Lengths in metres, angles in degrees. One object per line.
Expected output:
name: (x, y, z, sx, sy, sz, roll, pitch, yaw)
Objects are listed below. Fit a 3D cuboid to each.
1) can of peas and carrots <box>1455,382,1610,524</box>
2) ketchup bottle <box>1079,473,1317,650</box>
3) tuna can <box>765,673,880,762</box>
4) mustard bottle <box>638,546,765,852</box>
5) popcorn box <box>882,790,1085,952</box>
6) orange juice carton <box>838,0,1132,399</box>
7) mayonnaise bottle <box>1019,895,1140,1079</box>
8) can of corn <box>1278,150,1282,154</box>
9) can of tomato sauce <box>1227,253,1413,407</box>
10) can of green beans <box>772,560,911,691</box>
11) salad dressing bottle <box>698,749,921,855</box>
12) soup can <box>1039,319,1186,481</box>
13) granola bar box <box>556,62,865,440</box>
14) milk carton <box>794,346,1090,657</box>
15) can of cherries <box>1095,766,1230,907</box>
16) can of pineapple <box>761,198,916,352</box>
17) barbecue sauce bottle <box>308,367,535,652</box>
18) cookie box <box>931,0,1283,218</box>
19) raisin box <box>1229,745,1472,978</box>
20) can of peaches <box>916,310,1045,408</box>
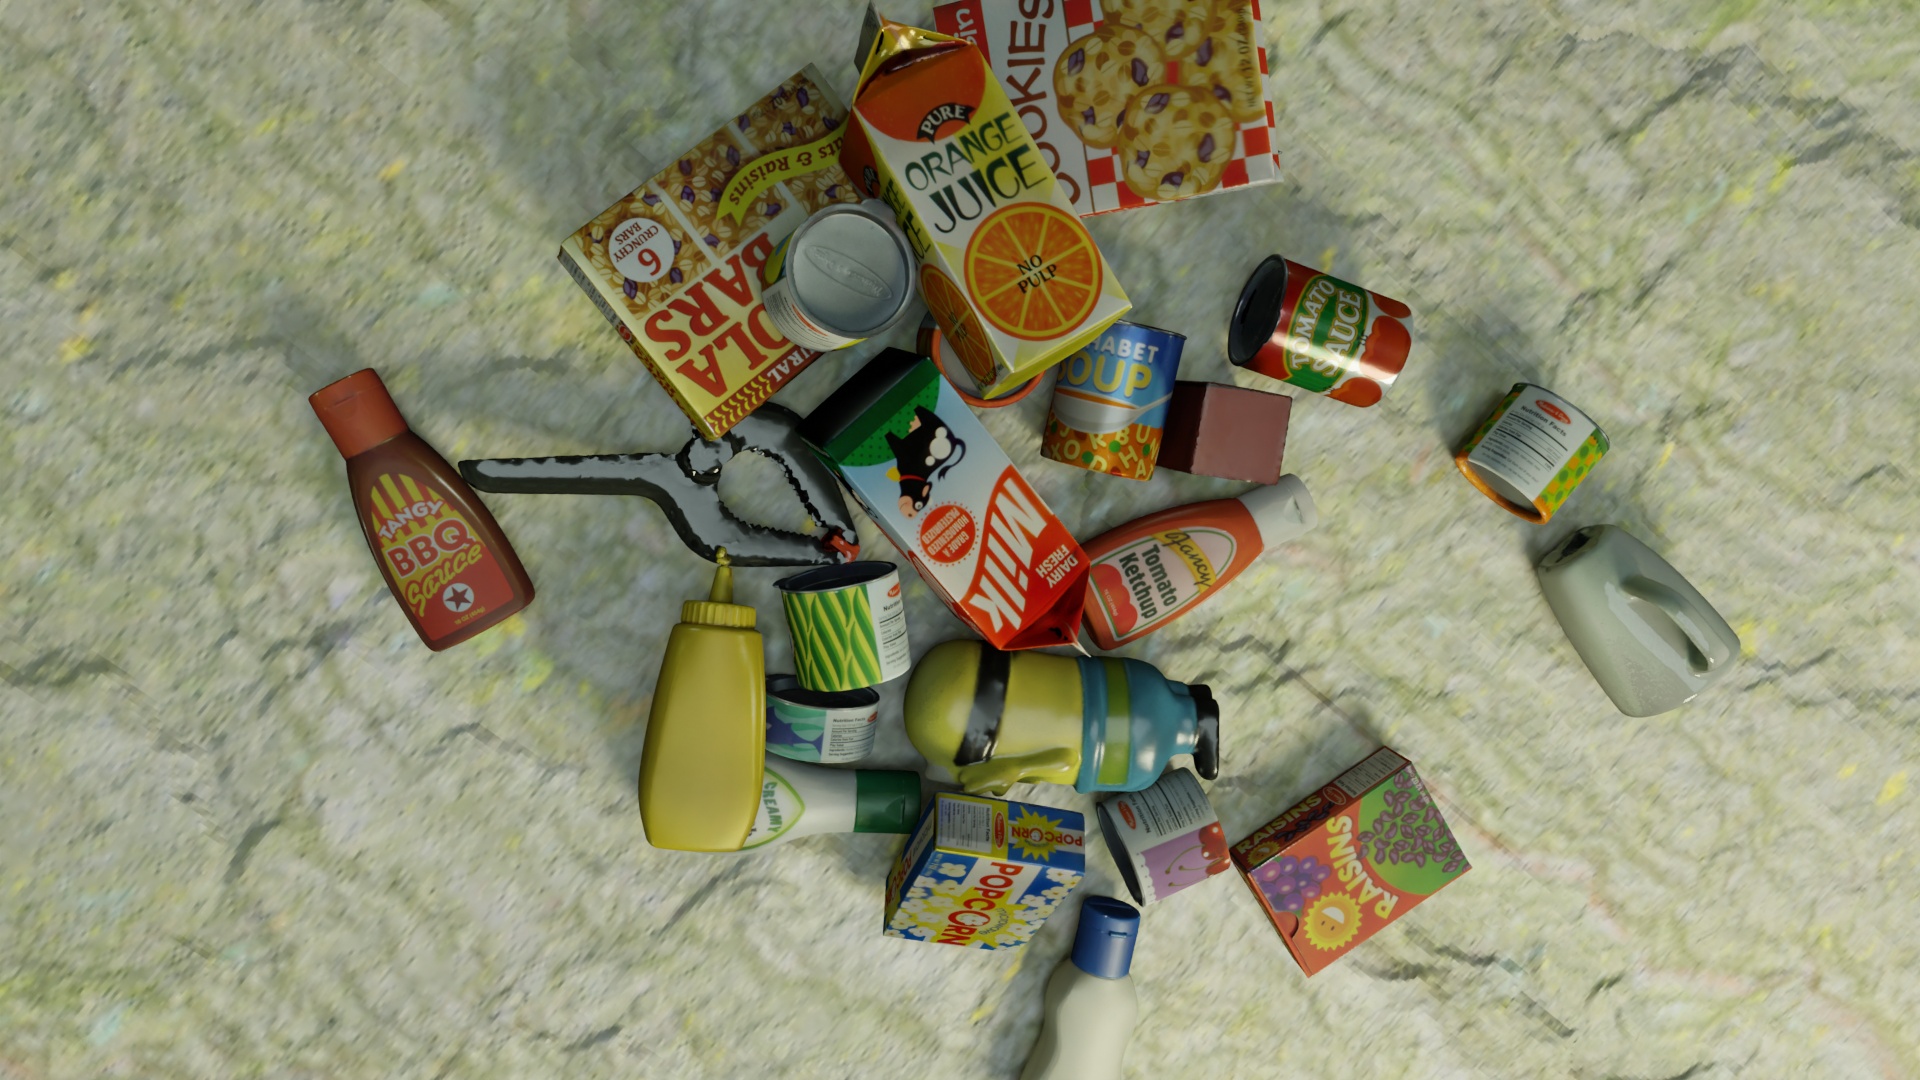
can of peas and carrots: (0.341, -0.051, 0.831, 0.071, 0.071, 0.058, 40, 91, -13)
ketchup bottle: (0.135, 0.007, 0.814, 0.149, 0.043, 0.064, -25, 101, -6)
tuna can: (-0.082, 0.099, 0.780, 0.071, 0.071, 0.032, 6, 98, -11)
mustard bottle: (-0.133, 0.083, 0.743, 0.065, 0.048, 0.160, 8, 84, -13)
popcorn box: (0.011, 0.189, 0.782, 0.085, 0.126, 0.038, 10, 52, -11)
orange juice carton: (-0.001, -0.174, 0.700, 0.073, 0.071, 0.192, -31, 90, -12)
mayonnaise bottle: (0.077, 0.294, 0.847, 0.065, 0.041, 0.148, 11, 95, -13)
can of corn: (0.141, -0.237, 0.768, 0.071, 0.071, 0.058, -12, 100, -8)
can of tomato sauce: (0.206, -0.118, 0.794, 0.083, 0.071, 0.071, 17, 95, -12)
can of green beans: (-0.063, 0.047, 0.774, 0.071, 0.071, 0.057, -10, 100, -8)
salad dressing bottle: (-0.097, 0.148, 0.794, 0.148, 0.044, 0.064, 3, 95, -10)
soup can: (0.084, -0.081, 0.778, 0.071, 0.071, 0.083, 11, 96, -11)
granola bar box: (-0.107, -0.151, 0.733, 0.166, 0.039, 0.124, -42, 103, -16)
milk carton: (0.003, -0.010, 0.761, 0.073, 0.072, 0.190, -43, 112, -7)
can of cherries: (0.121, 0.177, 0.826, 0.058, 0.071, 0.071, -22, 102, -7)
can of pineapple: (-0.061, -0.131, 0.696, 0.071, 0.058, 0.071, 0, 90, -21)
barbecue sauce bottle: (-0.289, -0.018, 0.737, 0.065, 0.044, 0.148, -28, 101, -4)
cookie box: (0.076, -0.235, 0.733, 0.167, 0.040, 0.122, -6, 100, 21)
raisin box: (0.241, 0.199, 0.862, 0.123, 0.040, 0.086, -32, 103, -3)
can of peaches: (0.013, -0.105, 0.769, 0.071, 0.058, 0.071, -1, 98, -9)
